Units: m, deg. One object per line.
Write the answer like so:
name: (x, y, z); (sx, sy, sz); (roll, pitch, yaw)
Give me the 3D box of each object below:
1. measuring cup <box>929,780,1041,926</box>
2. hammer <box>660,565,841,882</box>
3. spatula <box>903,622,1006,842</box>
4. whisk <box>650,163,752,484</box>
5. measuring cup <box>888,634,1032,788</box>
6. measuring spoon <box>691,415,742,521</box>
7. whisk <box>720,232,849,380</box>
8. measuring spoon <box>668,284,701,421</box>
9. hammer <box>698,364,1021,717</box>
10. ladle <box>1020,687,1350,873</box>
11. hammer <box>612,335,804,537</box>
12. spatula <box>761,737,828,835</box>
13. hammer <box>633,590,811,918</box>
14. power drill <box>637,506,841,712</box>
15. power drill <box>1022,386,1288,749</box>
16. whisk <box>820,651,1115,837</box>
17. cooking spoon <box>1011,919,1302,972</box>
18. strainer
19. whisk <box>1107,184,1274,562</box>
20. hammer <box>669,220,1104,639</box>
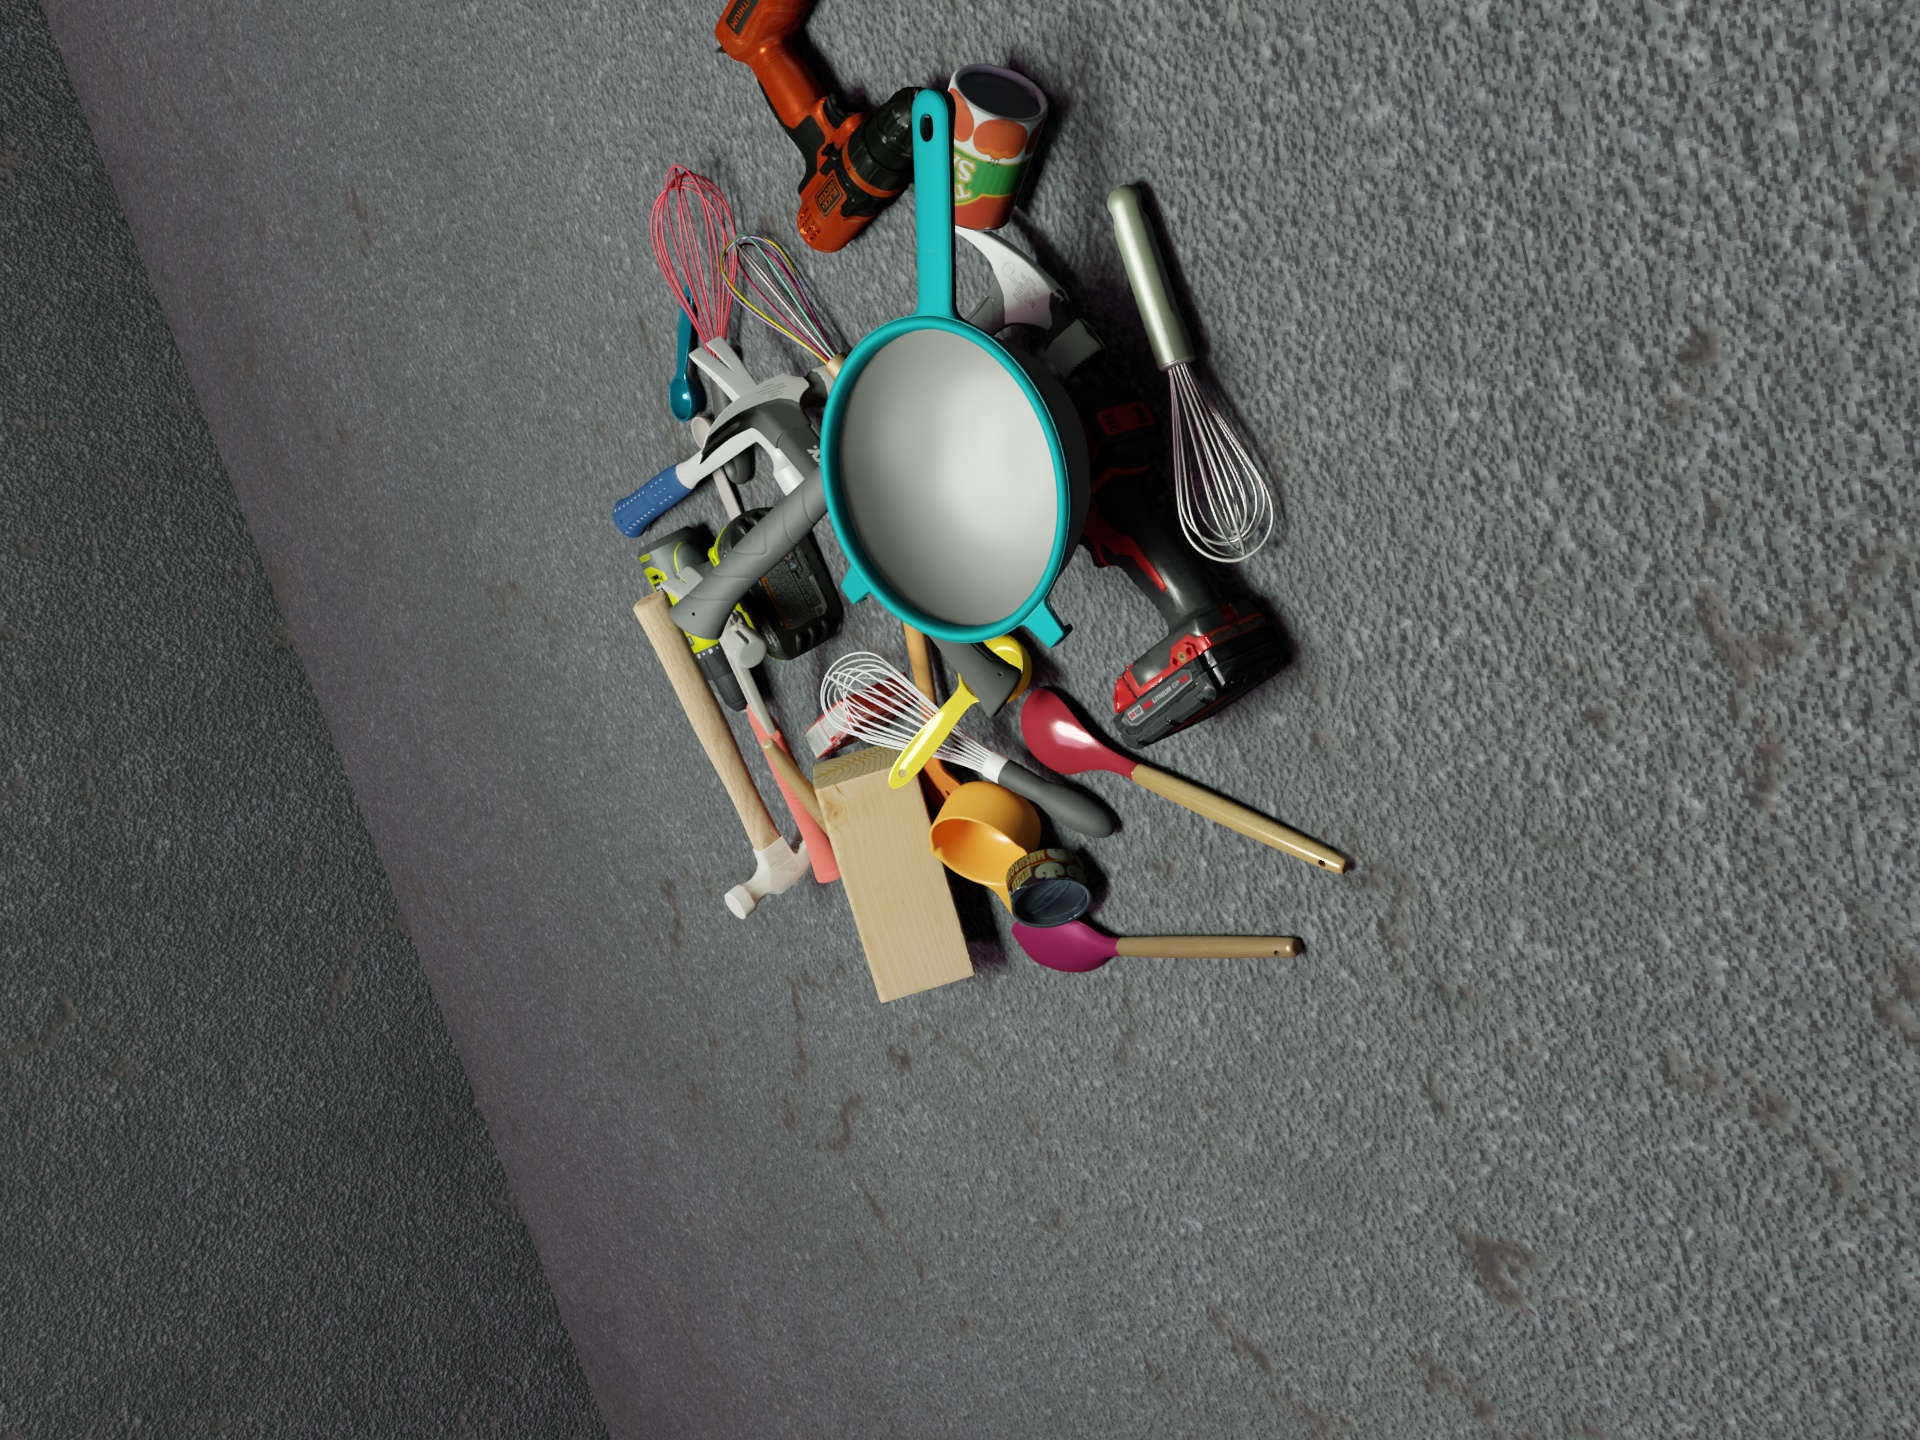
measuring cup: (0.043, 0.120, 1.346); (0.095, 0.052, 0.173); (-4, 135, 36)
hammer: (-0.177, 0.022, 1.488); (0.149, 0.037, 0.358); (40, 158, 43)
spatula: (-0.024, -0.041, 1.353); (0.081, 0.041, 0.322); (8, 113, 50)
whisk: (-0.216, -0.339, 1.392); (0.073, 0.073, 0.295); (31, 141, 39)
measuring cup: (-0.002, -0.004, 1.266); (0.062, 0.029, 0.156); (46, 104, 22)
measuring spoon: (-0.221, -0.231, 1.505); (0.034, 0.018, 0.124); (7, 123, 50)
whisk: (-0.111, -0.308, 1.285); (0.245, 0.047, 0.051); (50, 142, 13)
measuring spoon: (-0.249, -0.340, 1.472); (0.042, 0.021, 0.128); (37, 129, 40)
hammer: (-0.067, -0.137, 1.245); (0.335, 0.146, 0.035); (52, 146, 14)
ladle: (0.151, 0.048, 1.170); (0.316, 0.031, 0.069); (25, 131, 41)
hammer: (-0.255, -0.236, 1.481); (0.144, 0.035, 0.405); (58, 154, -11)
spatula: (-0.115, 0.124, 1.497); (0.082, 0.044, 0.317); (30, 160, 44)
hammer: (-0.228, 0.025, 1.533); (0.031, 0.130, 0.331); (11, 131, 49)
power drill: (-0.208, -0.103, 1.510); (0.228, 0.080, 0.190); (-9, 110, 57)
power drill: (0.115, -0.101, 1.082); (0.220, 0.078, 0.143); (62, 145, 9)
whisk: (0.004, 0.023, 1.294); (0.285, 0.070, 0.070); (28, 133, 22)
cooking spoon: (0.145, 0.179, 1.259); (0.319, 0.017, 0.068); (-11, 120, 53)
strainer: (0.011, -0.224, 1.024); (0.211, 0.095, 0.340); (15, 115, 38)
whisk: (0.140, -0.218, 1.003); (0.059, 0.058, 0.246); (-17, 94, 16)
hammer: (-0.085, -0.192, 1.162); (0.409, 0.036, 0.149); (-40, 87, 30)
